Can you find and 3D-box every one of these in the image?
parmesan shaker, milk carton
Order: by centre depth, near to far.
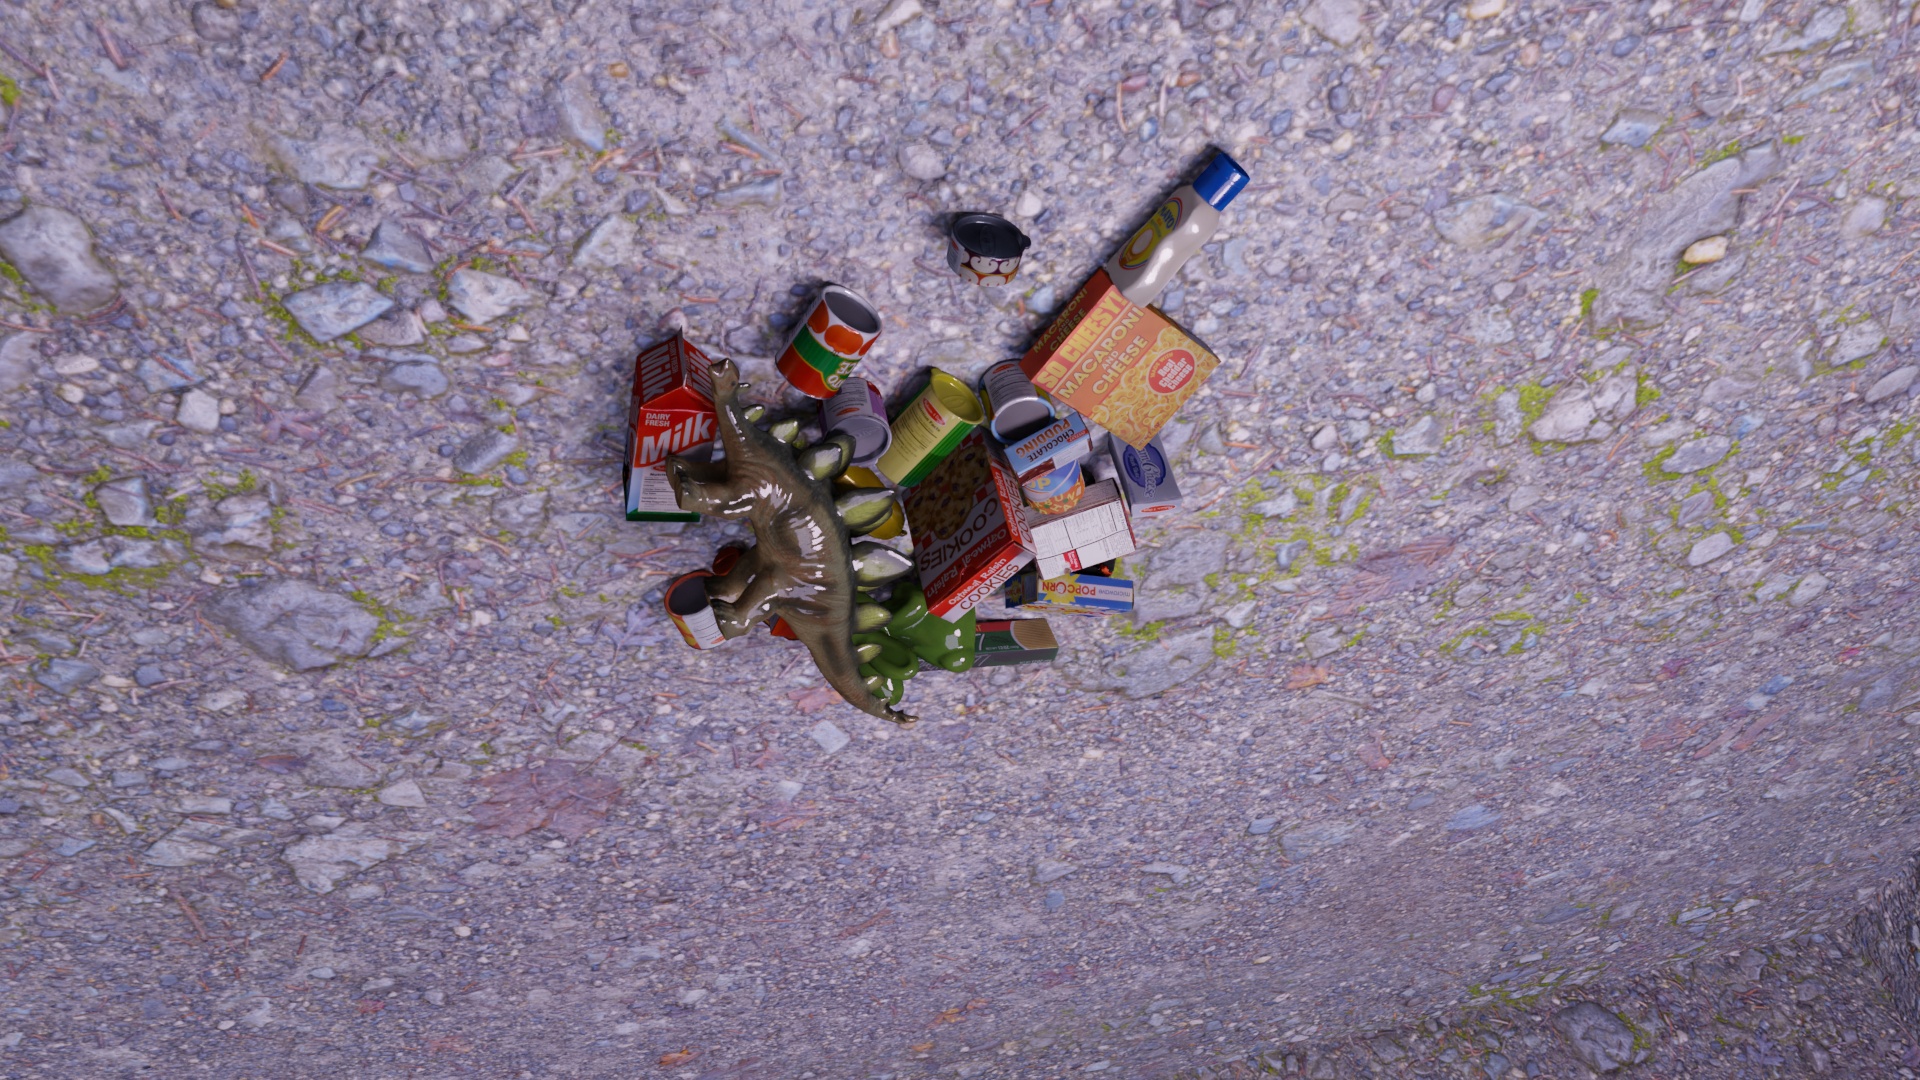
[{"bbox_3d":[-0.270,-0.107,1.298,0.073,0.073,0.189,1,137,-19],"label":"milk carton"},{"bbox_3d":[-0.036,-0.111,1.371,0.071,0.071,0.102,23,128,-35],"label":"parmesan shaker"}]

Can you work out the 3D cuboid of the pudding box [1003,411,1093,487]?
[{"bbox_3d":[0.087,-0.089,1.366,0.084,0.030,0.049,-28,163,1],"label":"pudding box"}]

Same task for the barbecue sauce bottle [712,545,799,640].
[{"bbox_3d":[-0.210,0.056,1.519,0.064,0.044,0.148,-27,137,20],"label":"barbecue sauce bottle"}]

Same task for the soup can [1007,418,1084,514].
[{"bbox_3d":[0.088,-0.075,1.442,0.071,0.072,0.083,-18,139,3],"label":"soup can"}]

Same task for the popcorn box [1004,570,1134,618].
[{"bbox_3d":[0.125,0.063,1.602,0.127,0.038,0.085,7,169,-23],"label":"popcorn box"}]

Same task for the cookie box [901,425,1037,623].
[{"bbox_3d":[0.005,-0.018,1.405,0.040,0.168,0.122,27,124,-37],"label":"cookie box"}]

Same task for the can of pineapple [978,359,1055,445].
[{"bbox_3d":[0.056,-0.135,1.374,0.071,0.058,0.070,-9,139,-8],"label":"can of pineapple"}]

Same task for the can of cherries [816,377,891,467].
[{"bbox_3d":[-0.104,-0.114,1.350,0.071,0.058,0.071,-9,139,-8],"label":"can of cherries"}]

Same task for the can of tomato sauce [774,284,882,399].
[{"bbox_3d":[-0.118,-0.179,1.264,0.071,0.071,0.082,18,129,-32],"label":"can of tomato sauce"}]

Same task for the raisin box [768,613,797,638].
[{"bbox_3d":[-0.160,0.048,1.463,0.086,0.124,0.039,9,134,-24],"label":"raisin box"}]

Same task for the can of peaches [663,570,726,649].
[{"bbox_3d":[-0.281,0.074,1.502,0.071,0.071,0.057,-17,136,3],"label":"can of peaches"}]

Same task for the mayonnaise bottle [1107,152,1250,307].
[{"bbox_3d":[0.196,-0.282,1.252,0.041,0.065,0.147,26,121,-32],"label":"mayonnaise bottle"}]

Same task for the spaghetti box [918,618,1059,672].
[{"bbox_3d":[-0.005,0.125,1.633,0.251,0.050,0.028,-2,134,-23],"label":"spaghetti box"}]

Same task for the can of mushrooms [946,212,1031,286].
[{"bbox_3d":[0.024,-0.255,1.223,0.071,0.071,0.033,1,137,-17],"label":"can of mushrooms"}]

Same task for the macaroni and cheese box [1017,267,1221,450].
[{"bbox_3d":[0.156,-0.174,1.359,0.166,0.040,0.123,27,113,-37],"label":"macaroni and cheese box"}]

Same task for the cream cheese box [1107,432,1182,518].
[{"bbox_3d":[0.191,-0.073,1.449,0.053,0.104,0.024,-8,143,-6],"label":"cream cheese box"}]

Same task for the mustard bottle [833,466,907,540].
[{"bbox_3d":[-0.097,-0.038,1.434,0.049,0.065,0.160,-30,141,11],"label":"mustard bottle"}]
